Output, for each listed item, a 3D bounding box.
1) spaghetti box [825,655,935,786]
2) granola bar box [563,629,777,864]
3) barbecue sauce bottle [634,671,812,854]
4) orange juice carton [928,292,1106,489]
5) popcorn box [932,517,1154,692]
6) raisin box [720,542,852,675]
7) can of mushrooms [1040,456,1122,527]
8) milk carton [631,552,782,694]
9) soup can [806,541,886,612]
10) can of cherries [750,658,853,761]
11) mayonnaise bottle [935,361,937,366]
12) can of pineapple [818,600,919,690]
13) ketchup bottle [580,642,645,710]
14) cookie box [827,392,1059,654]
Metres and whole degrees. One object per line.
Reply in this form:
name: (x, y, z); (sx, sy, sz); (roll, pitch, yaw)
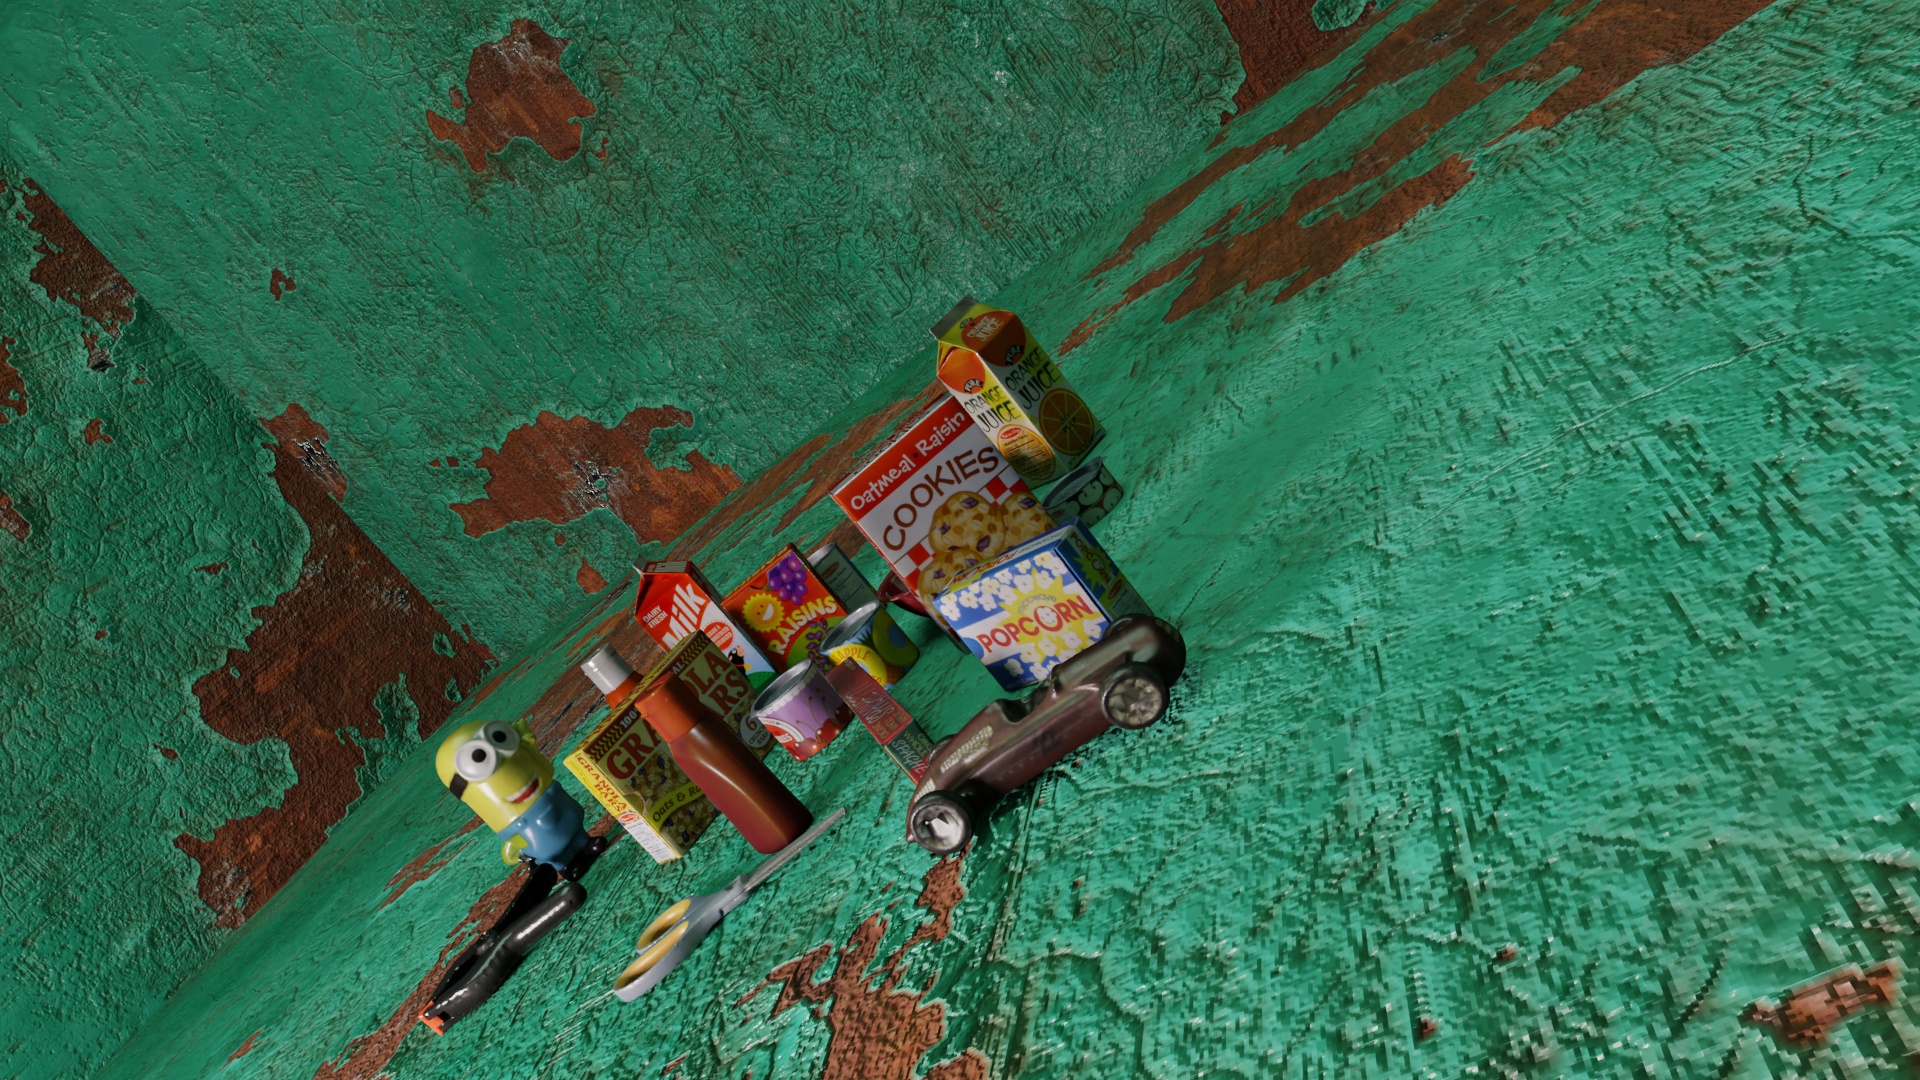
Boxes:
spaghetti box: (-0.055, 0.130, 1.007); (0.029, 0.050, 0.250); (-41, 13, -8)
granola bar box: (-0.242, 0.176, 1.205); (0.039, 0.124, 0.166); (-27, 17, 45)
barbecue sauce bottle: (-0.174, 0.161, 1.009); (0.044, 0.148, 0.064); (-48, 15, -33)
orange juice carton: (0.048, -0.150, 1.363); (0.072, 0.192, 0.073); (-48, 15, -34)
popcorn box: (0.054, 0.045, 0.917); (0.126, 0.085, 0.038); (-26, 18, 46)
raisin box: (-0.151, 0.076, 1.299); (0.086, 0.123, 0.040); (-39, 12, 2)
can of mushrooms: (0.104, -0.037, 1.177); (0.071, 0.033, 0.071); (-37, 13, 10)
milk carton: (-0.273, 0.089, 1.441); (0.073, 0.190, 0.072); (-39, 12, 0)
soup can: (-0.126, 0.053, 1.395); (0.071, 0.083, 0.071); (-37, 13, 10)
can of cherries: (-0.133, 0.143, 1.162); (0.071, 0.058, 0.072); (-37, 13, 10)
mayonnaise bottle: (0.032, -0.140, 1.473); (0.064, 0.148, 0.041); (-33, 14, 27)
can of pineapple: (-0.078, 0.094, 1.178); (0.071, 0.058, 0.071); (-37, 13, 10)
ketchup bottle: (-0.315, 0.168, 1.381); (0.043, 0.148, 0.065); (-37, 12, 9)
cookie box: (-0.005, -0.014, 1.097); (0.123, 0.167, 0.040); (-41, 12, -8)
